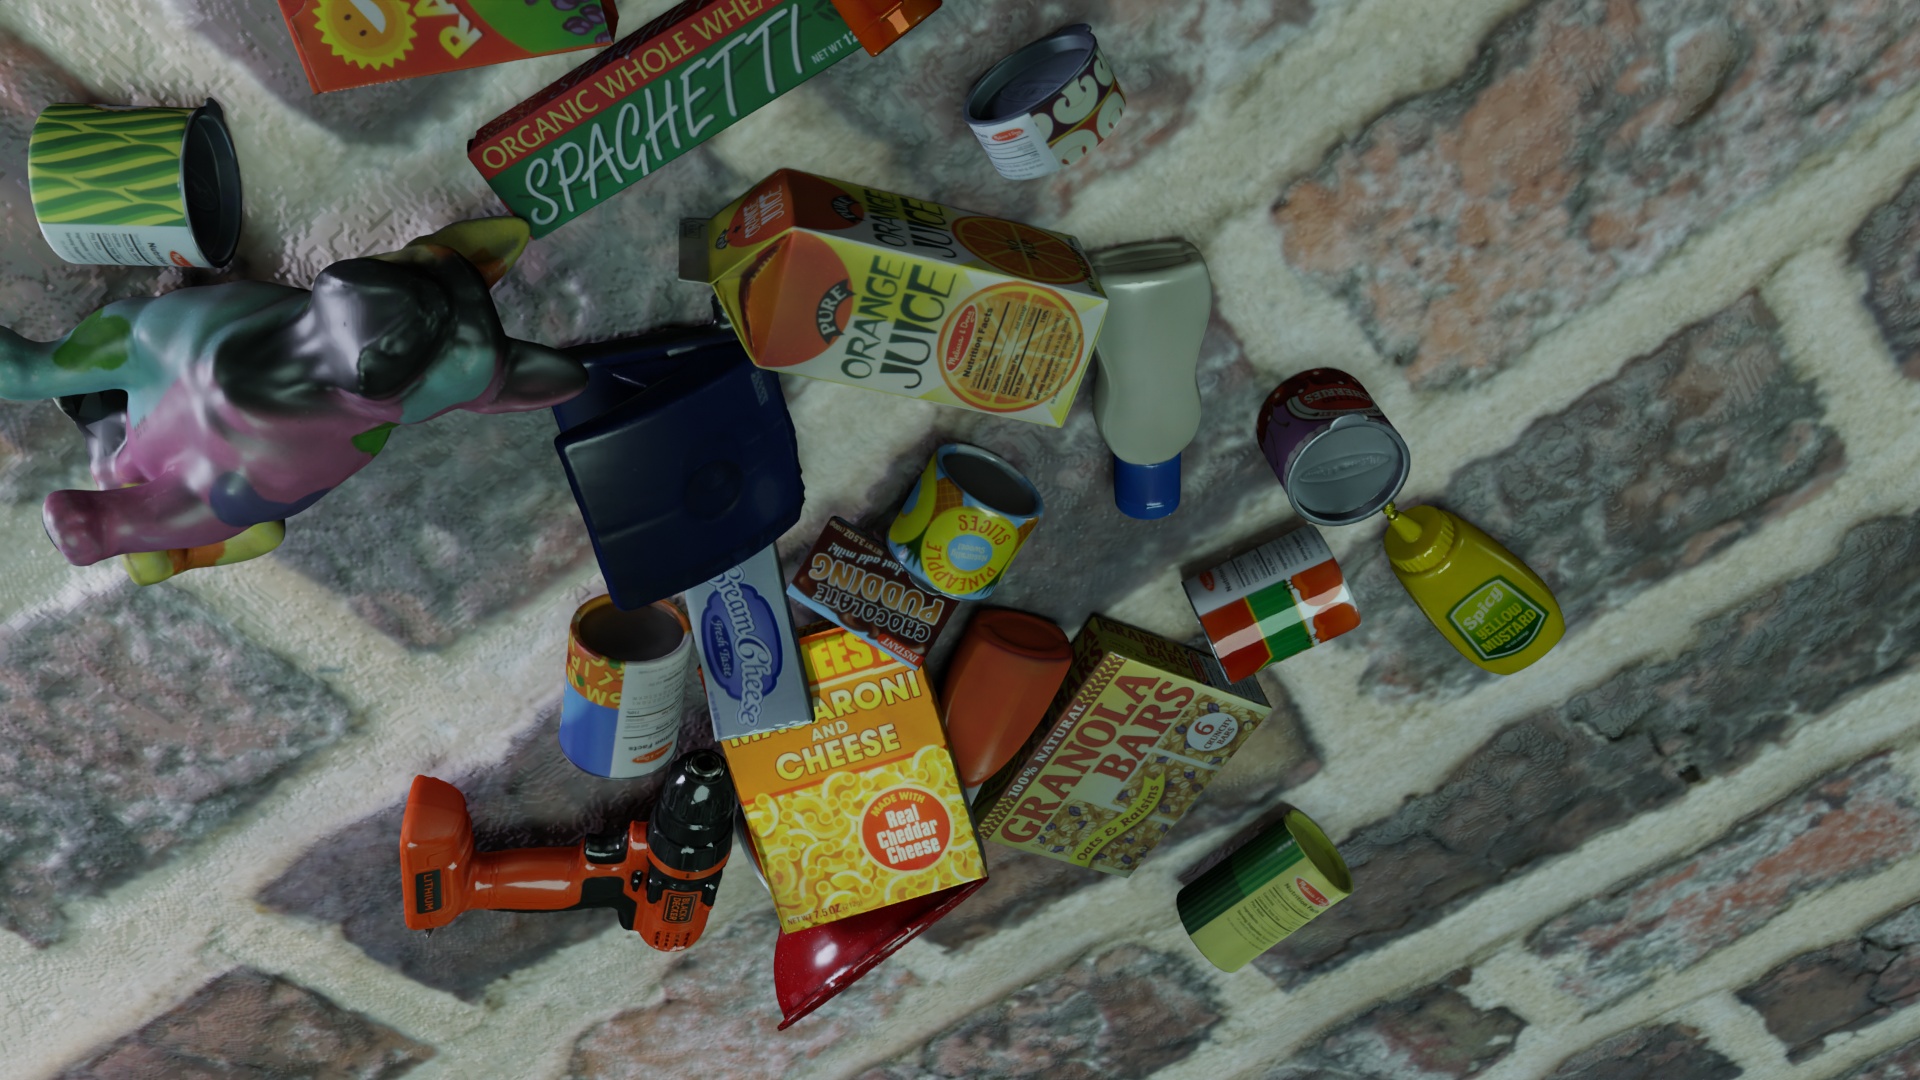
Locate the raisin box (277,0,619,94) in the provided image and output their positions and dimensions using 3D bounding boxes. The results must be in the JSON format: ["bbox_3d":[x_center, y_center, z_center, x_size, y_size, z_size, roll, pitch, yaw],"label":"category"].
[{"bbox_3d":[-0.209,-0.234,0.555,0.123,0.040,0.085,-10,127,-2],"label":"raisin box"}]

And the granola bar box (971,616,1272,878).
[{"bbox_3d":[0.096,0.133,0.873,0.124,0.039,0.164,20,120,-23],"label":"granola bar box"}]

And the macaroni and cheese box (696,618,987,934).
[{"bbox_3d":[-0.067,0.129,0.800,0.124,0.040,0.166,-16,100,1],"label":"macaroni and cheese box"}]

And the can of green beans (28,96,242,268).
[{"bbox_3d":[-0.341,-0.147,0.578,0.058,0.071,0.071,0,126,-9],"label":"can of green beans"}]

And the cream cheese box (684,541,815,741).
[{"bbox_3d":[-0.116,0.054,0.753,0.053,0.024,0.104,-13,89,0],"label":"cream cheese box"}]

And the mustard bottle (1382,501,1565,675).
[{"bbox_3d":[0.293,0.021,0.821,0.160,0.049,0.065,35,112,-29],"label":"mustard bottle"}]

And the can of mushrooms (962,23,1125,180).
[{"bbox_3d":[0.039,-0.193,0.612,0.071,0.071,0.033,-29,125,12],"label":"can of mushrooms"}]

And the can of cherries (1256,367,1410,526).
[{"bbox_3d":[0.199,-0.053,0.746,0.071,0.059,0.071,-4,126,-6],"label":"can of cherries"}]

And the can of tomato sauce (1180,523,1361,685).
[{"bbox_3d":[0.180,0.038,0.802,0.083,0.071,0.071,-25,126,8],"label":"can of tomato sauce"}]

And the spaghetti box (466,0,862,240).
[{"bbox_3d":[-0.097,-0.212,0.597,0.250,0.029,0.050,-28,124,10],"label":"spaghetti box"}]

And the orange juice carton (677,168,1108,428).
[{"bbox_3d":[-0.036,-0.116,0.650,0.193,0.072,0.072,10,123,-17],"label":"orange juice carton"}]

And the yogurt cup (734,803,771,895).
[{"bbox_3d":[-0.099,0.185,0.862,0.054,0.073,0.072,-30,125,3],"label":"yogurt cup"}]

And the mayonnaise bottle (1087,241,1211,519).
[{"bbox_3d":[0.096,-0.079,0.720,0.065,0.041,0.147,-8,127,-3],"label":"mayonnaise bottle"}]

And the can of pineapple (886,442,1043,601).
[{"bbox_3d":[0.003,-0.009,0.735,0.071,0.071,0.057,20,119,-22],"label":"can of pineapple"}]

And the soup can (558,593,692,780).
[{"bbox_3d":[-0.187,0.078,0.769,0.071,0.072,0.083,6,123,-14],"label":"soup can"}]

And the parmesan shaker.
[{"bbox_3d":[0.205,0.239,0.953,0.103,0.071,0.071,-41,122,20],"label":"parmesan shaker"}]

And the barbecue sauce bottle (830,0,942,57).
[{"bbox_3d":[-0.064,-0.259,0.534,0.065,0.044,0.148,-34,106,12],"label":"barbecue sauce bottle"}]

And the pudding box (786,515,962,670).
[{"bbox_3d":[-0.046,0.028,0.750,0.084,0.030,0.049,32,91,1],"label":"pudding box"}]

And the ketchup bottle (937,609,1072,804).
[{"bbox_3d":[0.012,0.111,0.840,0.065,0.044,0.148,13,122,-18],"label":"ketchup bottle"}]
